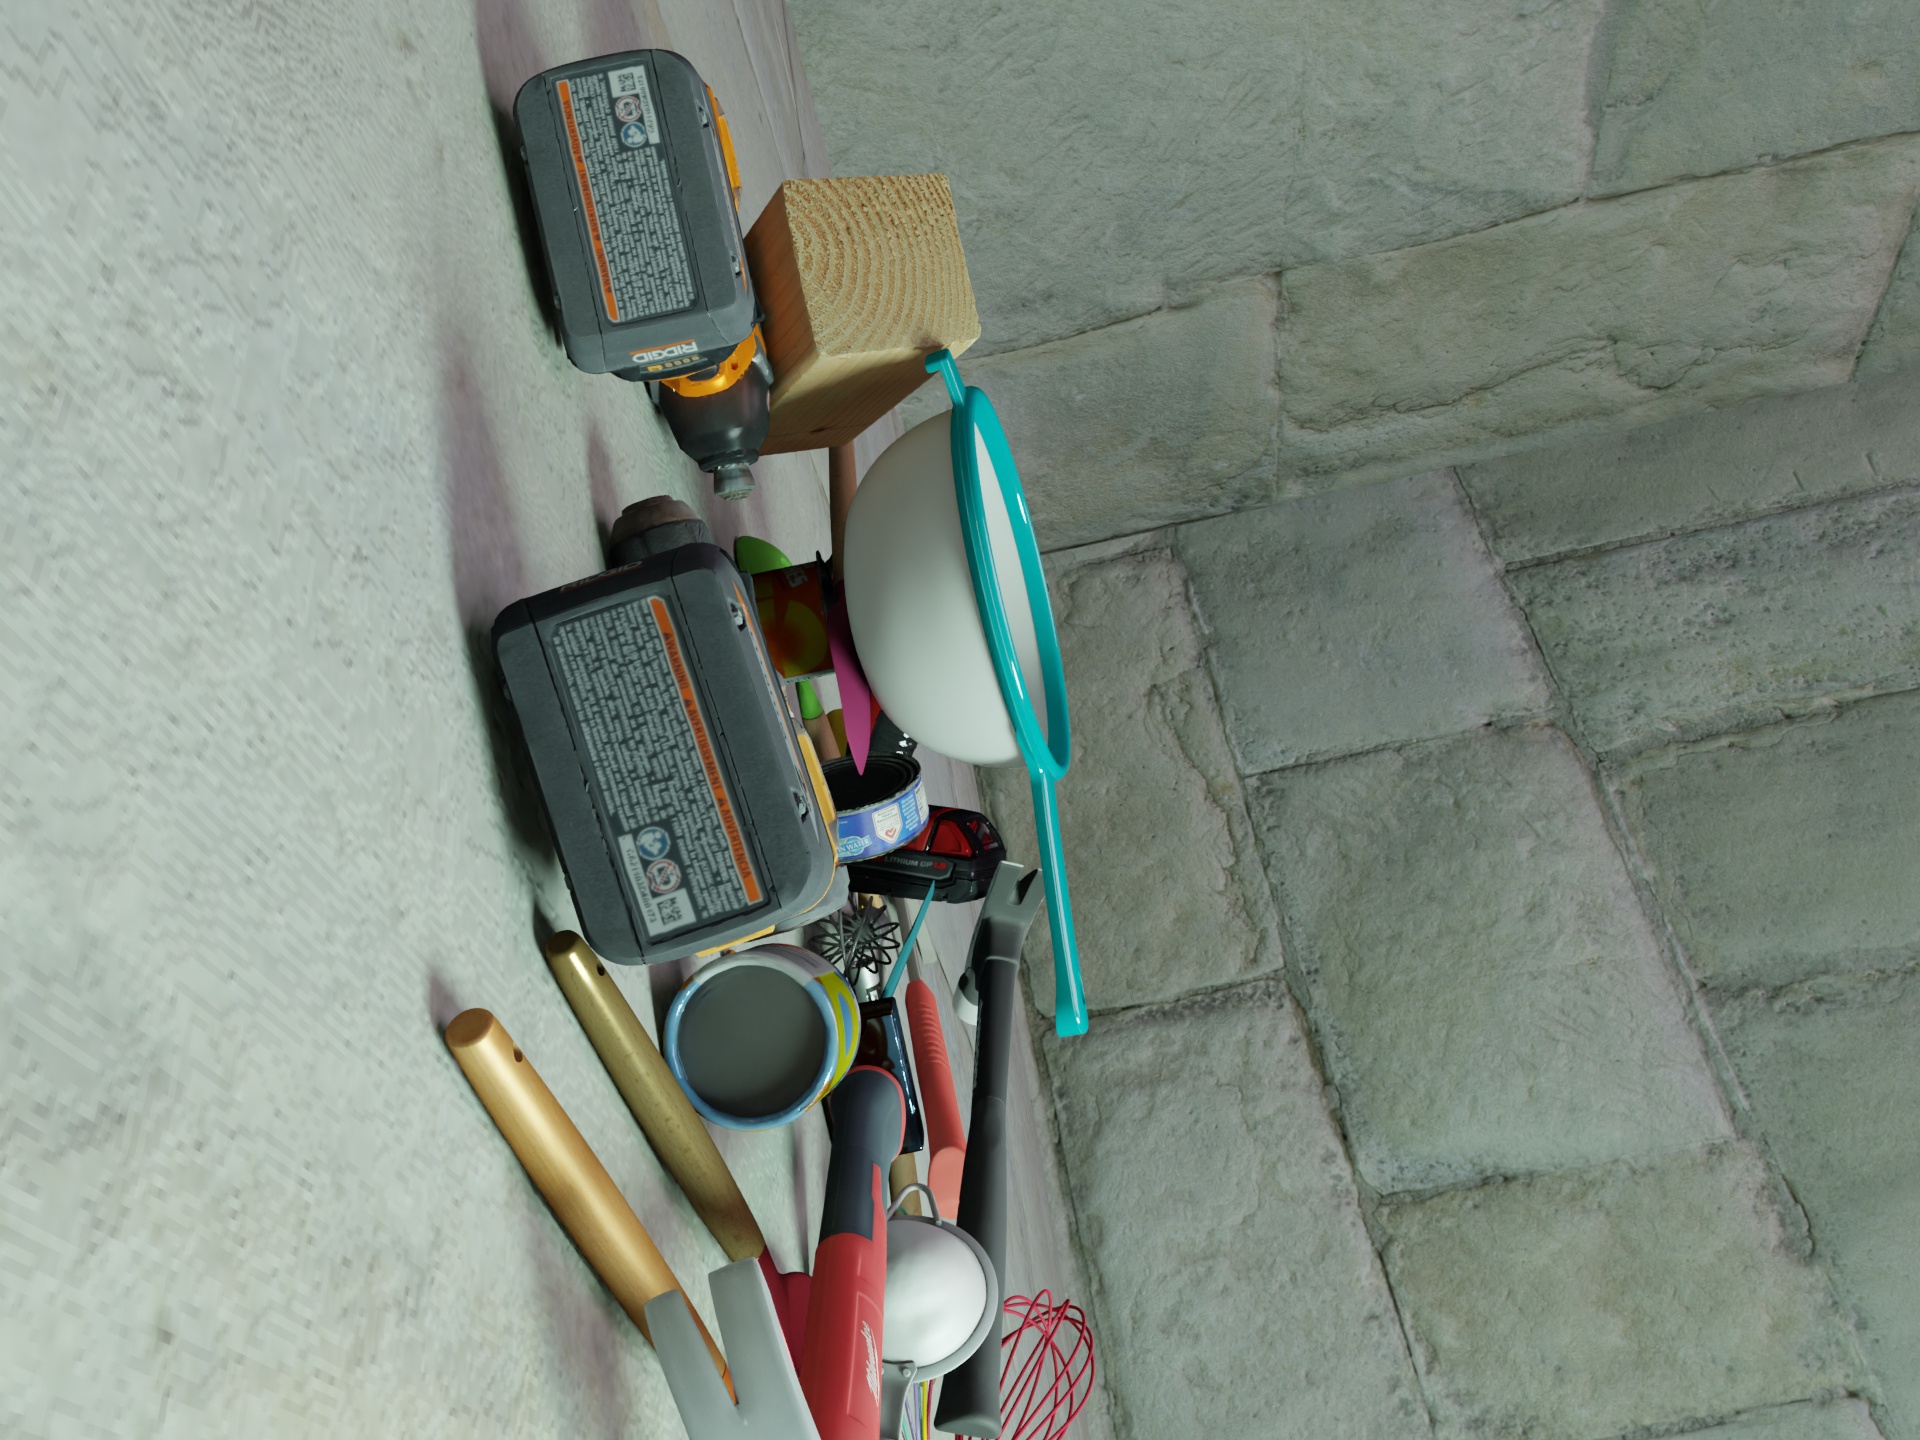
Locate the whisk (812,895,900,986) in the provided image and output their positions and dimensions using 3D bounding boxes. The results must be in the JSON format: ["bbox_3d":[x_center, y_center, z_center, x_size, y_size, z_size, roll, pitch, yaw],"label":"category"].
[{"bbox_3d":[-0.063,0.134,1.019,0.239,0.055,0.055,96,-18,-85],"label":"whisk"}]

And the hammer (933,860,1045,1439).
[{"bbox_3d":[0.015,0.223,0.858,0.335,0.035,0.146,-84,-172,-52],"label":"hammer"}]

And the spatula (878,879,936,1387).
[{"bbox_3d":[-0.026,0.256,0.948,0.082,0.044,0.317,-61,147,-75],"label":"spatula"}]

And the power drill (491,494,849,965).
[{"bbox_3d":[-0.098,-0.006,0.573,0.226,0.084,0.185,103,-31,-87],"label":"power drill"}]

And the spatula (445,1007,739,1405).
[{"bbox_3d":[-0.079,0.188,0.496,0.081,0.041,0.322,-107,-179,-49],"label":"spatula"}]

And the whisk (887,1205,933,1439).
[{"bbox_3d":[-0.027,0.363,0.831,0.051,0.047,0.245,-46,129,-72],"label":"whisk"}]

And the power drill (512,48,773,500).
[{"bbox_3d":[-0.128,-0.190,0.724,0.226,0.084,0.164,-127,-155,-87],"label":"power drill"}]

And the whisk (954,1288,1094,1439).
[{"bbox_3d":[0.008,0.366,0.767,0.296,0.073,0.073,-36,116,-67],"label":"whisk"}]

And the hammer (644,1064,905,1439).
[{"bbox_3d":[-0.047,0.190,0.594,0.386,0.038,0.143,-109,176,-84],"label":"hammer"}]

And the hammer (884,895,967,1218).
[{"bbox_3d":[-0.025,0.227,1.167,0.359,0.036,0.149,-107,-178,-59],"label":"hammer"}]

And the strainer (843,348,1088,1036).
[{"bbox_3d":[-0.001,-0.003,0.825,0.210,0.095,0.341,48,32,-70],"label":"strainer"}]

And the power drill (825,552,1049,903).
[{"bbox_3d":[-0.019,-0.001,1.001,0.078,0.143,0.219,-1,95,-72],"label":"power drill"}]

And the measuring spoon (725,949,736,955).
[{"bbox_3d":[-0.091,0.135,0.752,0.116,0.011,0.021,74,5,-57],"label":"measuring spoon"}]

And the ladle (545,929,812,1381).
[{"bbox_3d":[-0.084,0.179,0.577,0.069,0.031,0.315,-107,180,-49],"label":"ladle"}]

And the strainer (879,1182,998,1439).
[{"bbox_3d":[-0.031,0.310,0.689,0.050,0.087,0.259,86,7,-47],"label":"strainer"}]

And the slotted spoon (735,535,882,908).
[{"bbox_3d":[-0.091,0.013,1.054,0.070,0.031,0.313,-95,173,-53],"label":"slotted spoon"}]

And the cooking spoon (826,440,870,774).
[{"bbox_3d":[-0.066,-0.094,0.924,0.319,0.017,0.068,-97,175,-45],"label":"cooking spoon"}]

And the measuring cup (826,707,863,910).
[{"bbox_3d":[-0.083,0.068,1.148,0.062,0.029,0.156,-66,156,-82],"label":"measuring cup"}]
